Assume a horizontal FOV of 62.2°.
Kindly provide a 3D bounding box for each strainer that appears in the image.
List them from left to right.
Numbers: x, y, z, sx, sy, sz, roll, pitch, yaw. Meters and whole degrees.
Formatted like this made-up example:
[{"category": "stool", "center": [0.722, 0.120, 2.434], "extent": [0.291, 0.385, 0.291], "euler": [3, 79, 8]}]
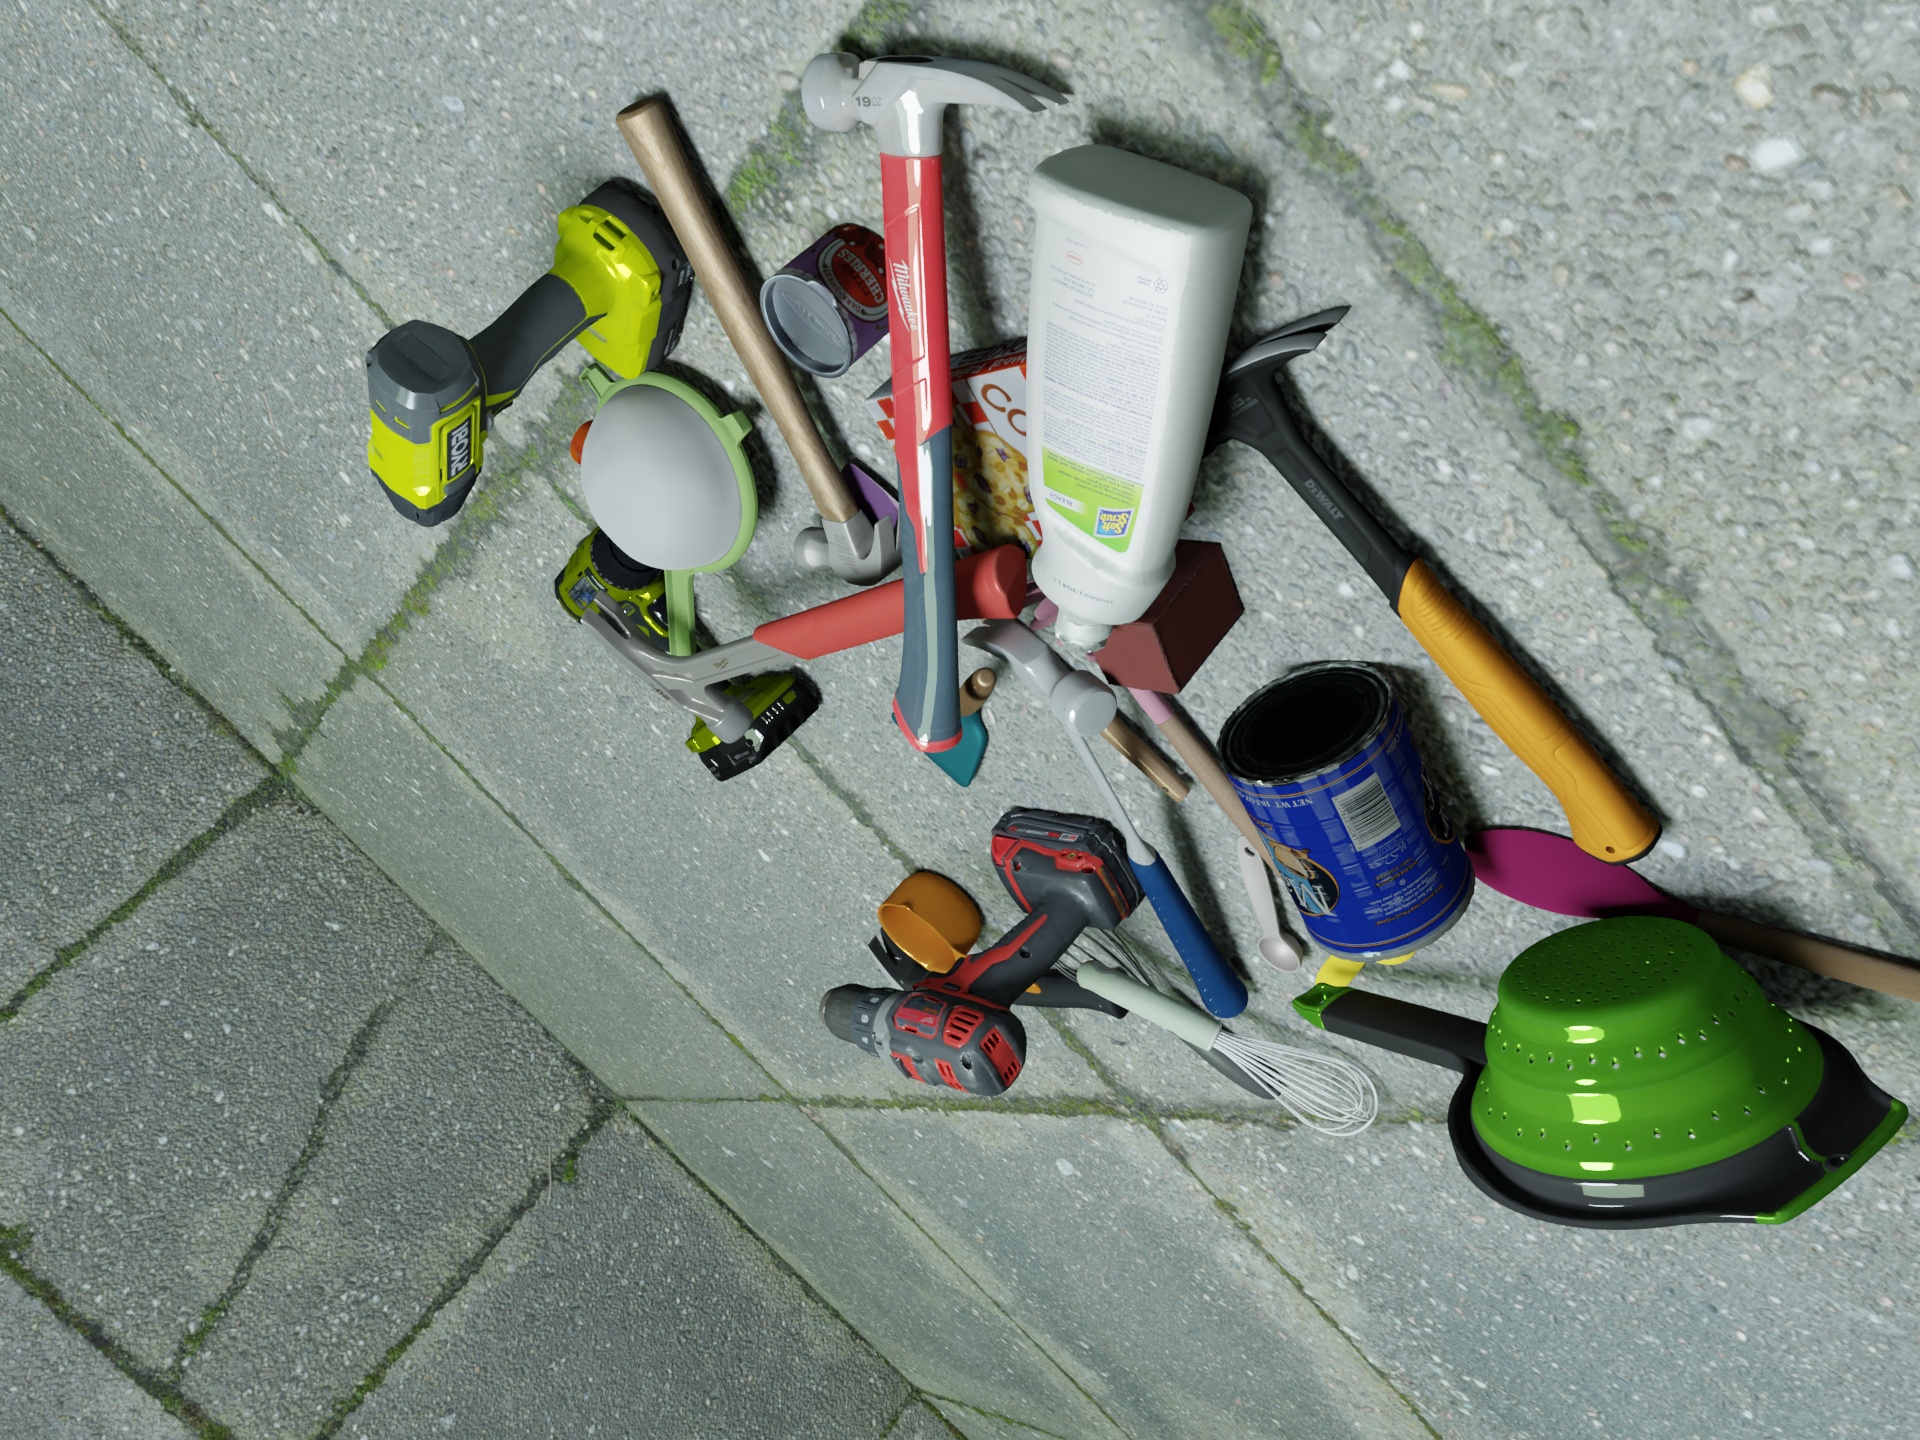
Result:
[{"category": "strainer", "center": [-0.220, -0.118, 1.134], "extent": [0.151, 0.069, 0.256], "euler": [22, 128, 26]}]

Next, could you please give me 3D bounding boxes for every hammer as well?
[{"category": "hammer", "center": [-0.121, -0.224, 0.993], "extent": [0.130, 0.031, 0.331], "euler": [17, 141, 49]}, {"category": "hammer", "center": [-0.100, -0.064, 1.046], "extent": [0.359, 0.037, 0.149], "euler": [-13, 133, 45]}, {"category": "hammer", "center": [-0.008, -0.149, 0.857], "extent": [0.143, 0.038, 0.386], "euler": [20, 127, 33]}, {"category": "hammer", "center": [0.038, 0.241, 1.446], "extent": [0.146, 0.035, 0.335], "euler": [50, 150, -17]}, {"category": "hammer", "center": [0.116, 0.079, 1.076], "extent": [0.144, 0.035, 0.405], "euler": [44, 170, 47]}, {"category": "hammer", "center": [0.245, -0.054, 0.800], "extent": [0.336, 0.034, 0.127], "euler": [46, 152, -9]}]

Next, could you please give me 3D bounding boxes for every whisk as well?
[{"category": "whisk", "center": [0.162, 0.229, 1.277], "extent": [0.239, 0.055, 0.055], "euler": [37, 151, -2]}, {"category": "whisk", "center": [0.200, 0.245, 1.212], "extent": [0.246, 0.058, 0.059], "euler": [25, 104, 13]}]

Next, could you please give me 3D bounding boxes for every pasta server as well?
[{"category": "pasta server", "center": [0.142, 0.022, 1.023], "extent": [0.316, 0.040, 0.060], "euler": [49, 175, -17]}]

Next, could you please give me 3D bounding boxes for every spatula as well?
[{"category": "spatula", "center": [-0.002, -0.003, 1.094], "extent": [0.082, 0.044, 0.317], "euler": [44, 173, 1]}, {"category": "spatula", "center": [0.034, -0.056, 1.065], "extent": [0.316, 0.018, 0.059], "euler": [43, 154, 0]}]

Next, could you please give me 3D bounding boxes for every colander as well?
[{"category": "colander", "center": [0.311, 0.163, 0.902], "extent": [0.397, 0.204, 0.094], "euler": [4, 118, 64]}]

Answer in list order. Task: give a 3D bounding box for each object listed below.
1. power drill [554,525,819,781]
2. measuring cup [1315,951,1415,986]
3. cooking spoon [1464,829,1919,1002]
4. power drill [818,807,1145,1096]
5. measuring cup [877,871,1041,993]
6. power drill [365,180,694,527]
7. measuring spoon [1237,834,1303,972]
[{"category": "power drill", "center": [-0.225, -0.068, 1.300], "extent": [0.228, 0.080, 0.190], "euler": [50, 151, -10]}, {"category": "measuring cup", "center": [0.264, 0.160, 1.069], "extent": [0.062, 0.029, 0.156], "euler": [34, 148, 13]}, {"category": "cooking spoon", "center": [0.417, 0.114, 0.839], "extent": [0.319, 0.017, 0.068], "euler": [16, 143, 39]}, {"category": "power drill", "center": [0.012, 0.171, 1.182], "extent": [0.188, 0.227, 0.080], "euler": [4, 134, 47]}, {"category": "measuring cup", "center": [0.010, 0.188, 1.393], "extent": [0.174, 0.052, 0.095], "euler": [19, 144, 31]}, {"category": "power drill", "center": [-0.273, -0.221, 0.993], "extent": [0.080, 0.223, 0.171], "euler": [40, 151, 3]}, {"category": "measuring spoon", "center": [0.215, 0.125, 1.104], "extent": [0.034, 0.018, 0.124], "euler": [10, 132, 43]}]
